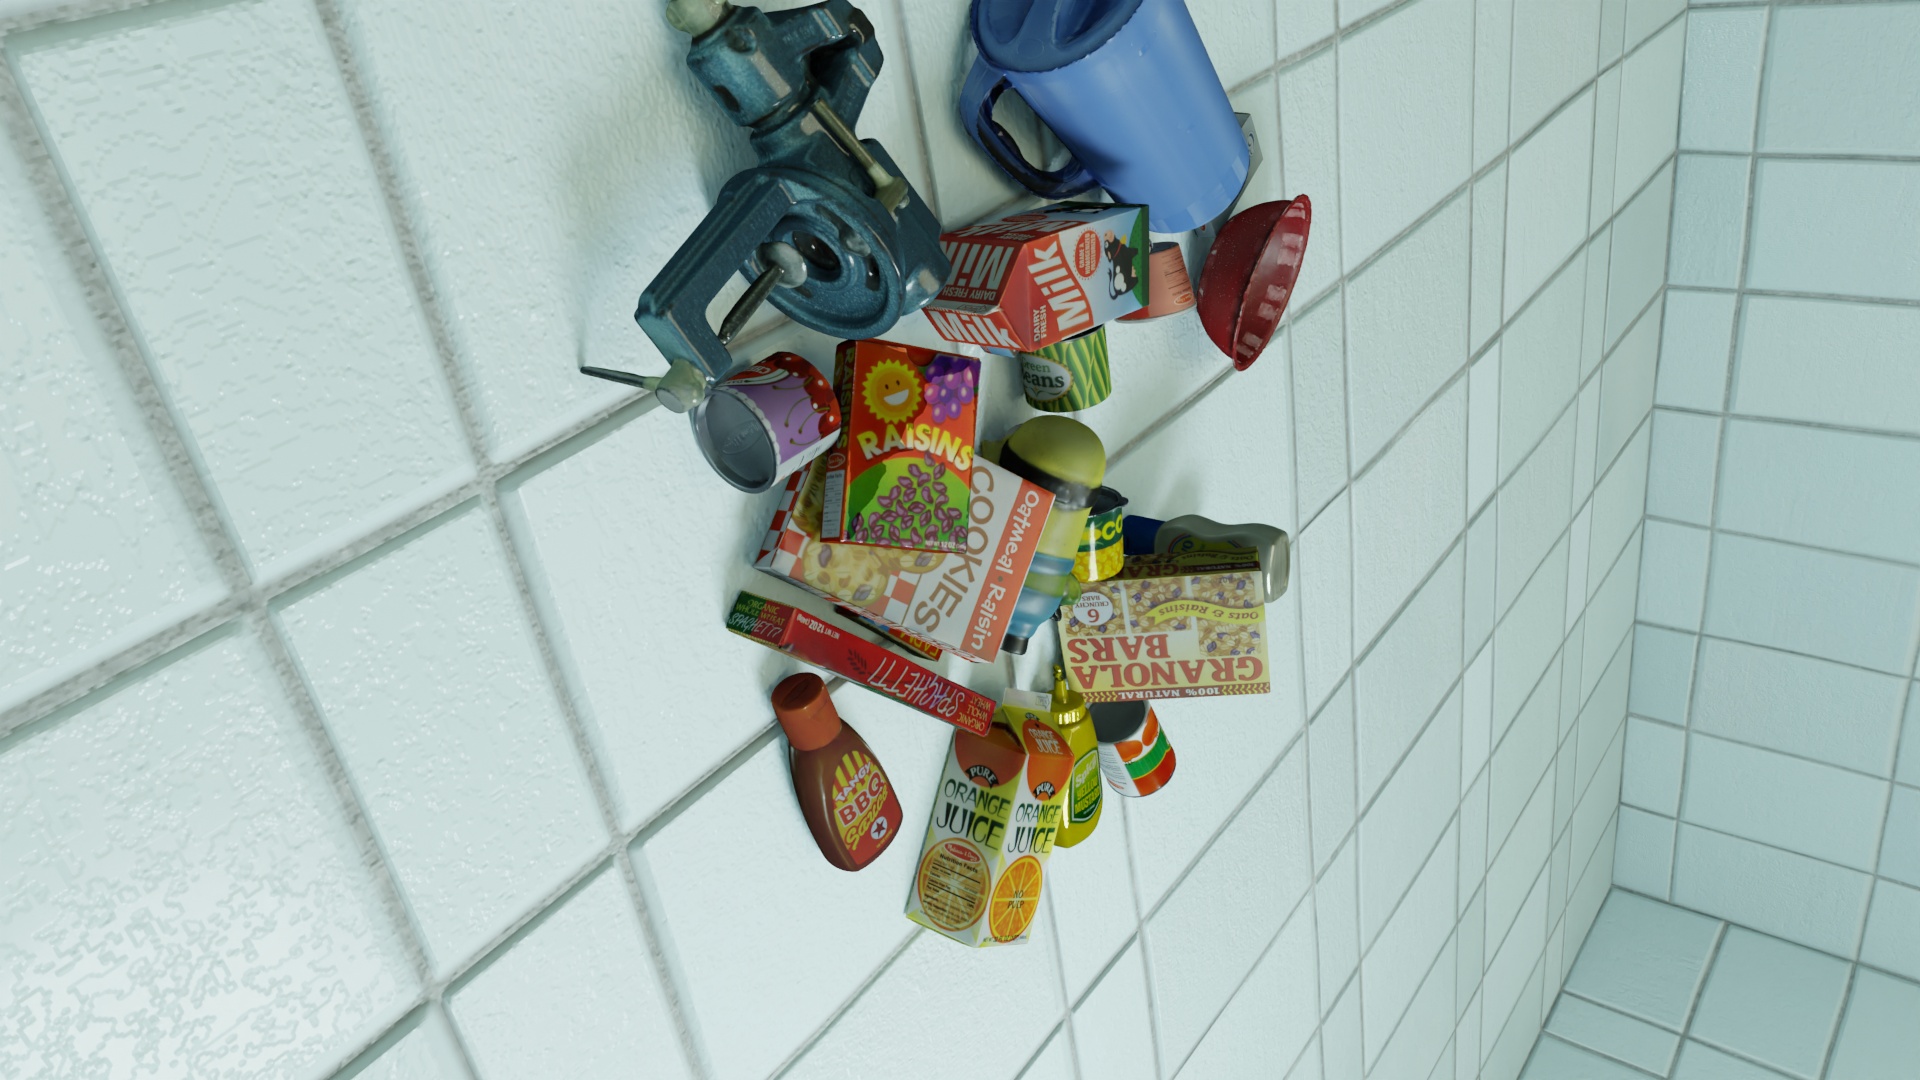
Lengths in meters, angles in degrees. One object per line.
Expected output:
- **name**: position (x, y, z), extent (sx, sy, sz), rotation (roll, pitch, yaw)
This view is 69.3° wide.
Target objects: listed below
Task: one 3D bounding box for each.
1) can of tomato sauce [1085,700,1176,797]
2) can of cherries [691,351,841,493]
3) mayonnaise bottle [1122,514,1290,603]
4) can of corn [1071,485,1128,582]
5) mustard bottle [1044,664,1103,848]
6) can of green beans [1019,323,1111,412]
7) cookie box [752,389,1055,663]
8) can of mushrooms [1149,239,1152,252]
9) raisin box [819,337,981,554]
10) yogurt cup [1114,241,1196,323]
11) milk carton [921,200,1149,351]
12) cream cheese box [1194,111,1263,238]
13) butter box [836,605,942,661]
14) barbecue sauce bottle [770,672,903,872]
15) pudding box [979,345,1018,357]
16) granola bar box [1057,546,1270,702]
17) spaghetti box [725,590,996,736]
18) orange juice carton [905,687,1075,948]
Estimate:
- **can of tomato sauce**: position (0.148, 0.174, 1.222), extent (0.071, 0.071, 0.082), rotation (-55, 138, -26)
- **can of cherries**: position (-0.113, -0.072, 0.807), extent (0.059, 0.071, 0.071), rotation (-38, 129, -40)
- **mayonnaise bottle**: position (0.204, 0.009, 1.176), extent (0.041, 0.148, 0.064), rotation (-29, 123, -45)
- **can of corn**: position (0.098, -0.006, 1.099), extent (0.071, 0.071, 0.058), rotation (-30, 125, -44)
- **mustard bottle**: position (0.085, 0.176, 1.156), extent (0.065, 0.049, 0.159), rotation (-30, 124, -44)
- **can of green beans**: position (0.078, -0.134, 1.036), extent (0.071, 0.071, 0.057), rotation (-37, 129, -41)
- **cookie box**: position (-0.033, -0.007, 0.896), extent (0.167, 0.040, 0.123), rotation (25, 79, -24)
- **can of mushrooms**: position (0.110, -0.218, 1.049), extent (0.071, 0.071, 0.033), rotation (25, 83, -53)
- **raisin box**: position (-0.037, -0.056, 0.849), extent (0.086, 0.040, 0.123), rotation (6, 85, -25)
- **yogurt cup**: position (0.152, -0.208, 1.115), extent (0.073, 0.072, 0.053), rotation (-31, 116, -44)
- **milk carton**: position (0.048, -0.175, 0.927), extent (0.191, 0.072, 0.073), rotation (-27, 122, -45)
- **cream cheese box**: position (0.228, -0.318, 1.211), extent (0.104, 0.024, 0.053), rotation (-59, 141, -22)
- **butter box**: position (-0.041, 0.045, 0.972), extent (0.103, 0.024, 0.053), rotation (35, 73, -51)
- **barbecue sauce bottle**: position (-0.086, 0.153, 0.930), extent (0.065, 0.044, 0.147), rotation (-46, 133, -33)
- **pudding box**: position (0.020, -0.173, 0.980), extent (0.083, 0.030, 0.050), rotation (46, 65, -48)
- **granola bar box**: position (0.165, 0.071, 1.136), extent (0.039, 0.165, 0.123), rotation (-75, 158, -57)
- **spaghetti box**: position (-0.058, 0.088, 0.941), extent (0.249, 0.050, 0.029), rotation (32, 76, -52)
- **orange juice carton**: position (0.029, 0.209, 1.072), extent (0.072, 0.073, 0.192), rotation (19, 85, -53)
